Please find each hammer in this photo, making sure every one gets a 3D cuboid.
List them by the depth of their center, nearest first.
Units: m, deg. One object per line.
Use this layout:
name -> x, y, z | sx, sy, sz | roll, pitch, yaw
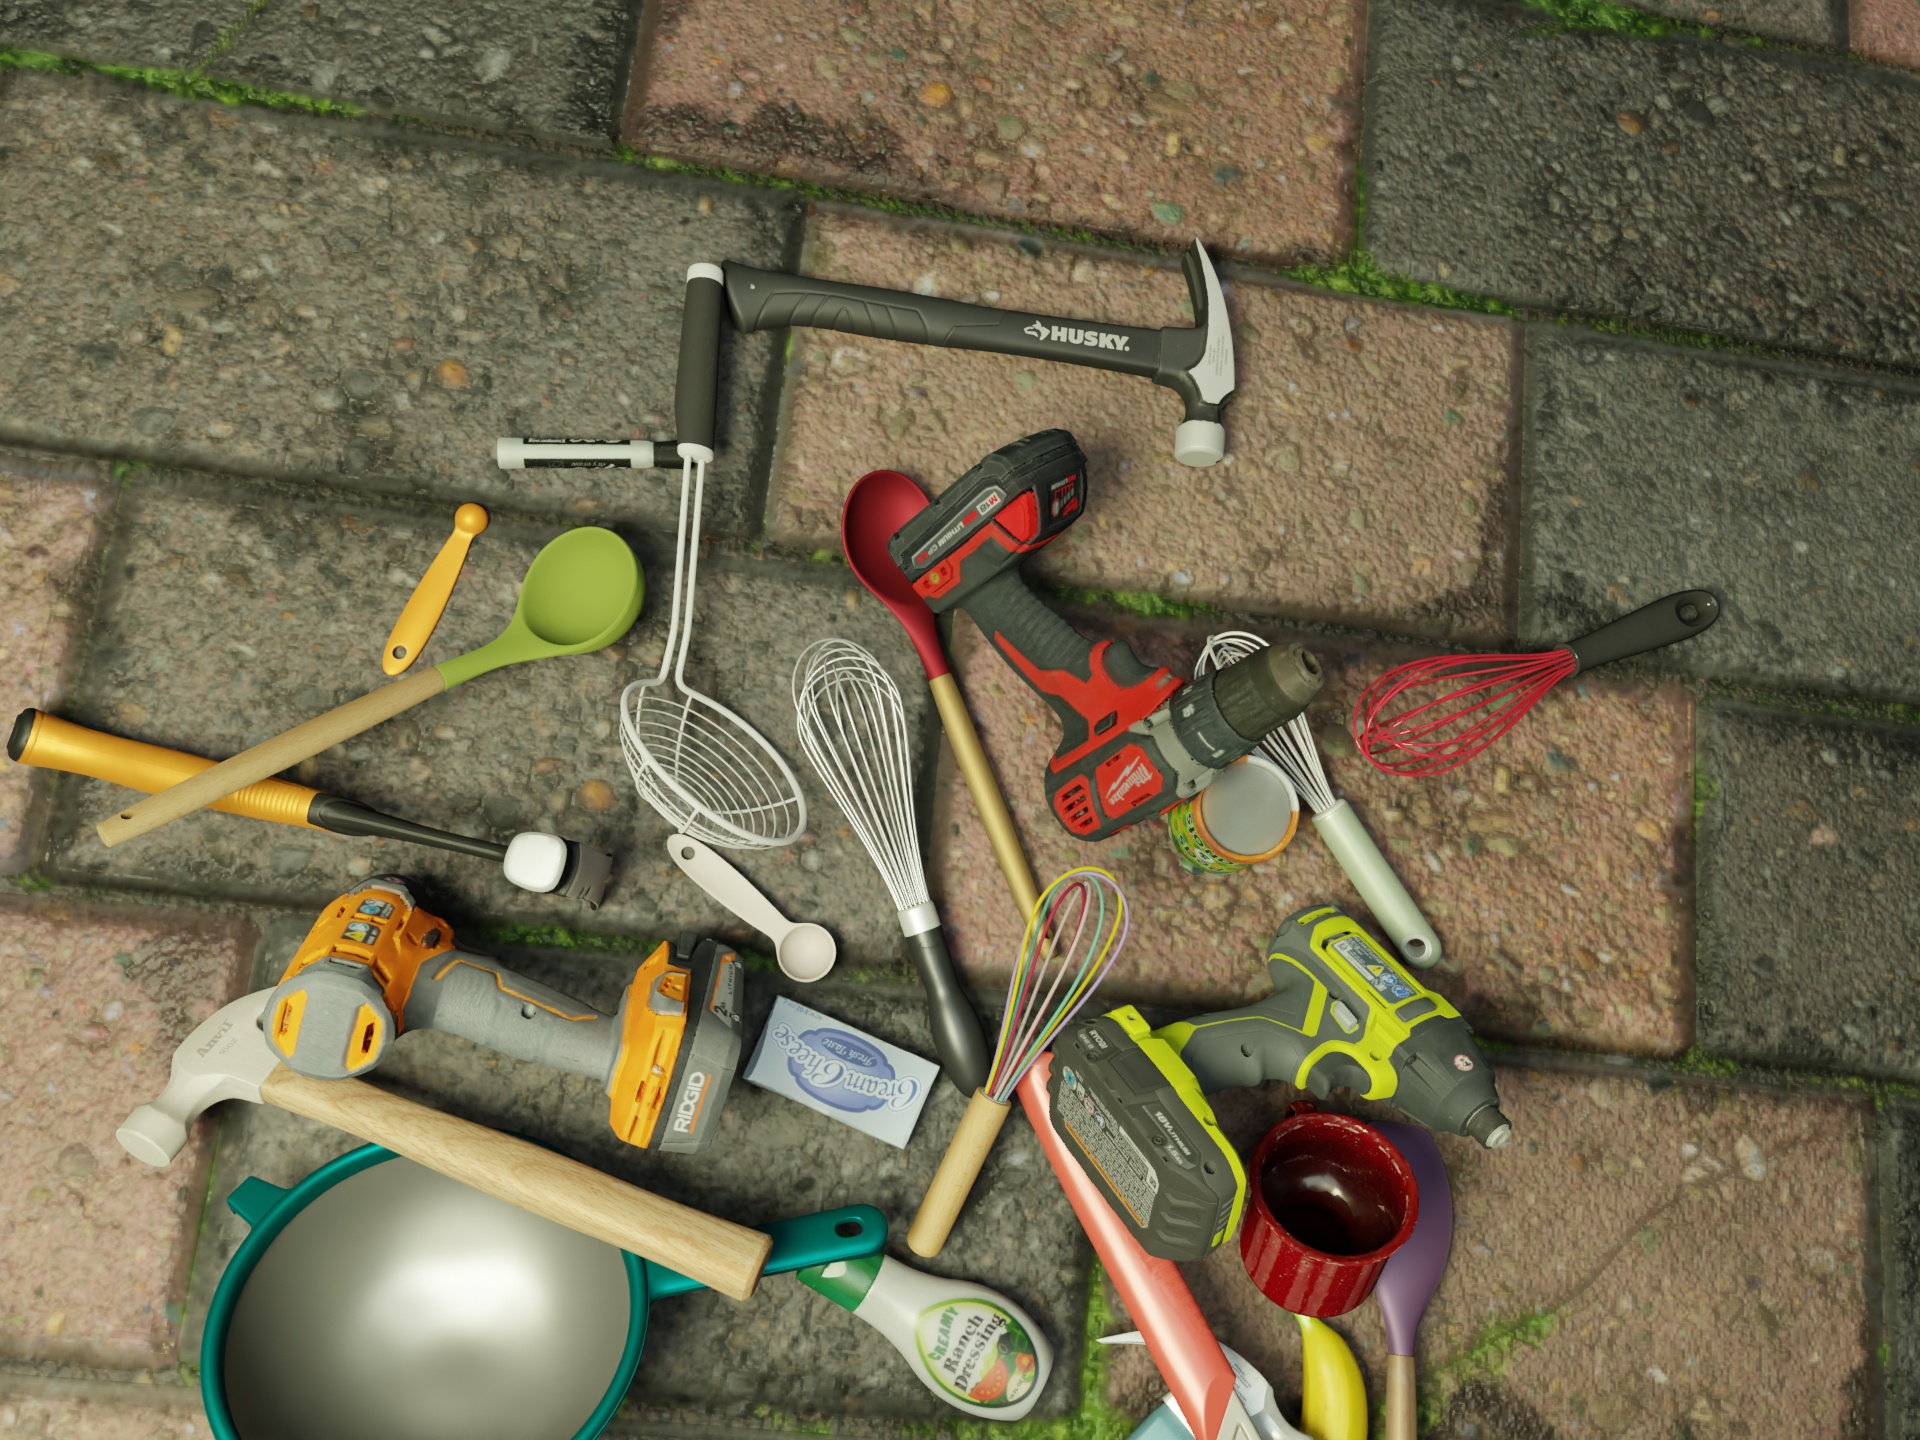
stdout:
hammer -> -0.254, 0.224, 0.830 | 0.331, 0.031, 0.130 | 19, 44, 8
hammer -> 0.036, 0.462, 0.864 | 0.331, 0.033, 0.128 | -39, 68, -10
hammer -> 0.114, 0.347, 0.865 | 0.149, 0.036, 0.359 | -28, 69, -5
hammer -> -0.361, 0.047, 0.882 | 0.337, 0.127, 0.034 | 13, 80, 4
hammer -> 0.013, -0.258, 1.023 | 0.334, 0.035, 0.146 | 7, 78, -7

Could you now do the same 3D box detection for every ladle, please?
ladle -> -0.308, -0.021, 0.863 | 0.078, 0.062, 0.320 | 38, 50, 27
ladle -> -0.002, -0.003, 0.972 | 0.069, 0.031, 0.315 | -18, 83, -28

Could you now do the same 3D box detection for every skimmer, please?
skimmer -> -0.137, -0.104, 0.927 | 0.090, 0.127, 0.363 | -8, 75, 35

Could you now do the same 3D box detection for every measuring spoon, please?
measuring spoon -> -0.125, 0.109, 0.939 | 0.124, 0.018, 0.034 | 39, 76, 8
measuring spoon -> -0.314, -0.079, 0.948 | 0.021, 0.011, 0.117 | 24, 76, -3

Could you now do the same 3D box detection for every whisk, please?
whisk -> 0.025, 0.191, 0.896 | 0.051, 0.047, 0.245 | 30, 98, 39
whisk -> -0.036, 0.086, 0.935 | 0.070, 0.070, 0.284 | -18, 86, -12
whisk -> 0.224, 0.049, 0.988 | 0.058, 0.059, 0.246 | -34, 89, 22
whisk -> 0.374, -0.032, 1.021 | 0.296, 0.073, 0.073 | -20, 82, -19

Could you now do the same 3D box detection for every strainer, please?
strainer -> -0.206, 0.316, 0.834 | 0.340, 0.095, 0.211 | -6, 45, -18

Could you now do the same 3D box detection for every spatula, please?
spatula -> 0.255, 0.392, 0.912 | 0.059, 0.018, 0.316 | 11, 68, -8

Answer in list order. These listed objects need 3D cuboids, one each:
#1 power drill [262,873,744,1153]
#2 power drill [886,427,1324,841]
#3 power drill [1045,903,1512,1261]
power drill -> -0.235, 0.144, 0.853 | 0.226, 0.164, 0.084 | 16, 106, -12
power drill -> 0.083, -0.055, 0.914 | 0.227, 0.188, 0.080 | 56, 39, 1
power drill -> 0.176, 0.198, 0.874 | 0.223, 0.080, 0.171 | -16, 42, -25
